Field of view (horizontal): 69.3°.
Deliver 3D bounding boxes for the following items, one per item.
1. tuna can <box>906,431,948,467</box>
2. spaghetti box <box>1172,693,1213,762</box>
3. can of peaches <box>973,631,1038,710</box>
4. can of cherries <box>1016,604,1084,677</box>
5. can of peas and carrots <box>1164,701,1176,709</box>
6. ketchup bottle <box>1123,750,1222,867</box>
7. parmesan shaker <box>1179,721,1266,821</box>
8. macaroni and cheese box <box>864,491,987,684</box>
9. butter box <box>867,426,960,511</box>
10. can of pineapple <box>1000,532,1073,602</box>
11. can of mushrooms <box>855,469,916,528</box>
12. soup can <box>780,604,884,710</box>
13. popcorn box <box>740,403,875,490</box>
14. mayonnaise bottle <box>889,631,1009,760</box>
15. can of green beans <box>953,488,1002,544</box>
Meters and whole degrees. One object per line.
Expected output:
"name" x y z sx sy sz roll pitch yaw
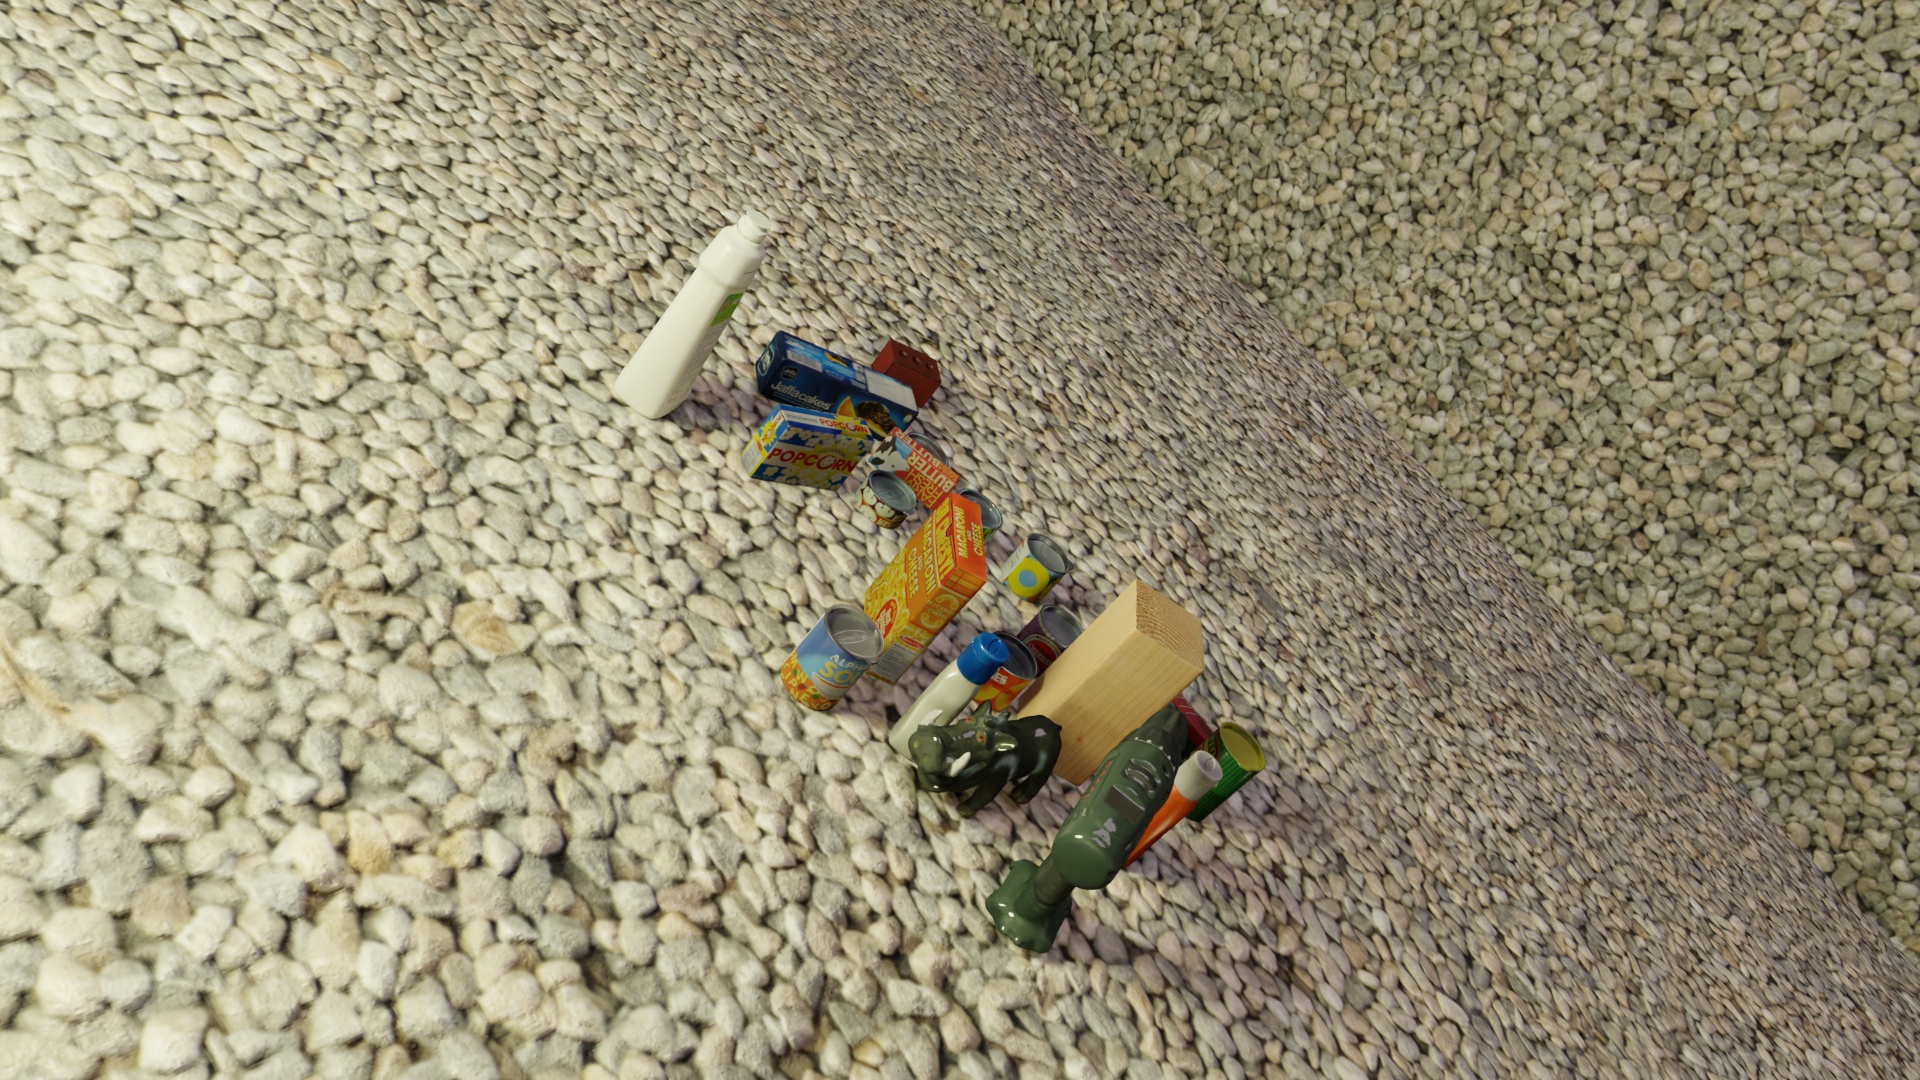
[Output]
"tuna can" -0.052 -0.101 1.735 0.071 0.032 0.071 29 32 -20
"spaghetti box" 0.242 0.199 1.652 0.250 0.050 0.029 52 31 19
"can of peaches" 0.039 0.141 1.491 0.071 0.057 0.071 29 32 -20
"can of cherries" 0.101 0.118 1.592 0.071 0.058 0.072 29 32 -20
"can of peas and carrots" 0.208 0.204 1.598 0.071 0.058 0.071 29 32 -20
"ketchup bottle" 0.206 0.272 1.415 0.043 0.148 0.065 44 30 6
"parmesan shaker" 0.284 0.262 1.562 0.071 0.102 0.072 29 31 -20
"macaroni and cheese box" -0.039 0.048 1.416 0.040 0.165 0.124 27 32 -23
"butter box" -0.056 -0.086 1.691 0.103 0.053 0.024 38 29 -5
"can of pineapple" 0.092 0.035 1.693 0.071 0.057 0.071 29 32 -20
"can of mushrooms" -0.086 -0.046 1.622 0.071 0.033 0.071 29 32 -20
"soup can" -0.121 0.114 1.318 0.071 0.083 0.072 29 31 -20
"popcorn box" -0.170 -0.103 1.551 0.127 0.085 0.038 7 43 -44
"mayonnaise bottle" -0.010 0.148 1.335 0.041 0.147 0.065 41 29 1
"can of green beans" 0.008 -0.020 1.670 0.071 0.057 0.071 29 32 -20
